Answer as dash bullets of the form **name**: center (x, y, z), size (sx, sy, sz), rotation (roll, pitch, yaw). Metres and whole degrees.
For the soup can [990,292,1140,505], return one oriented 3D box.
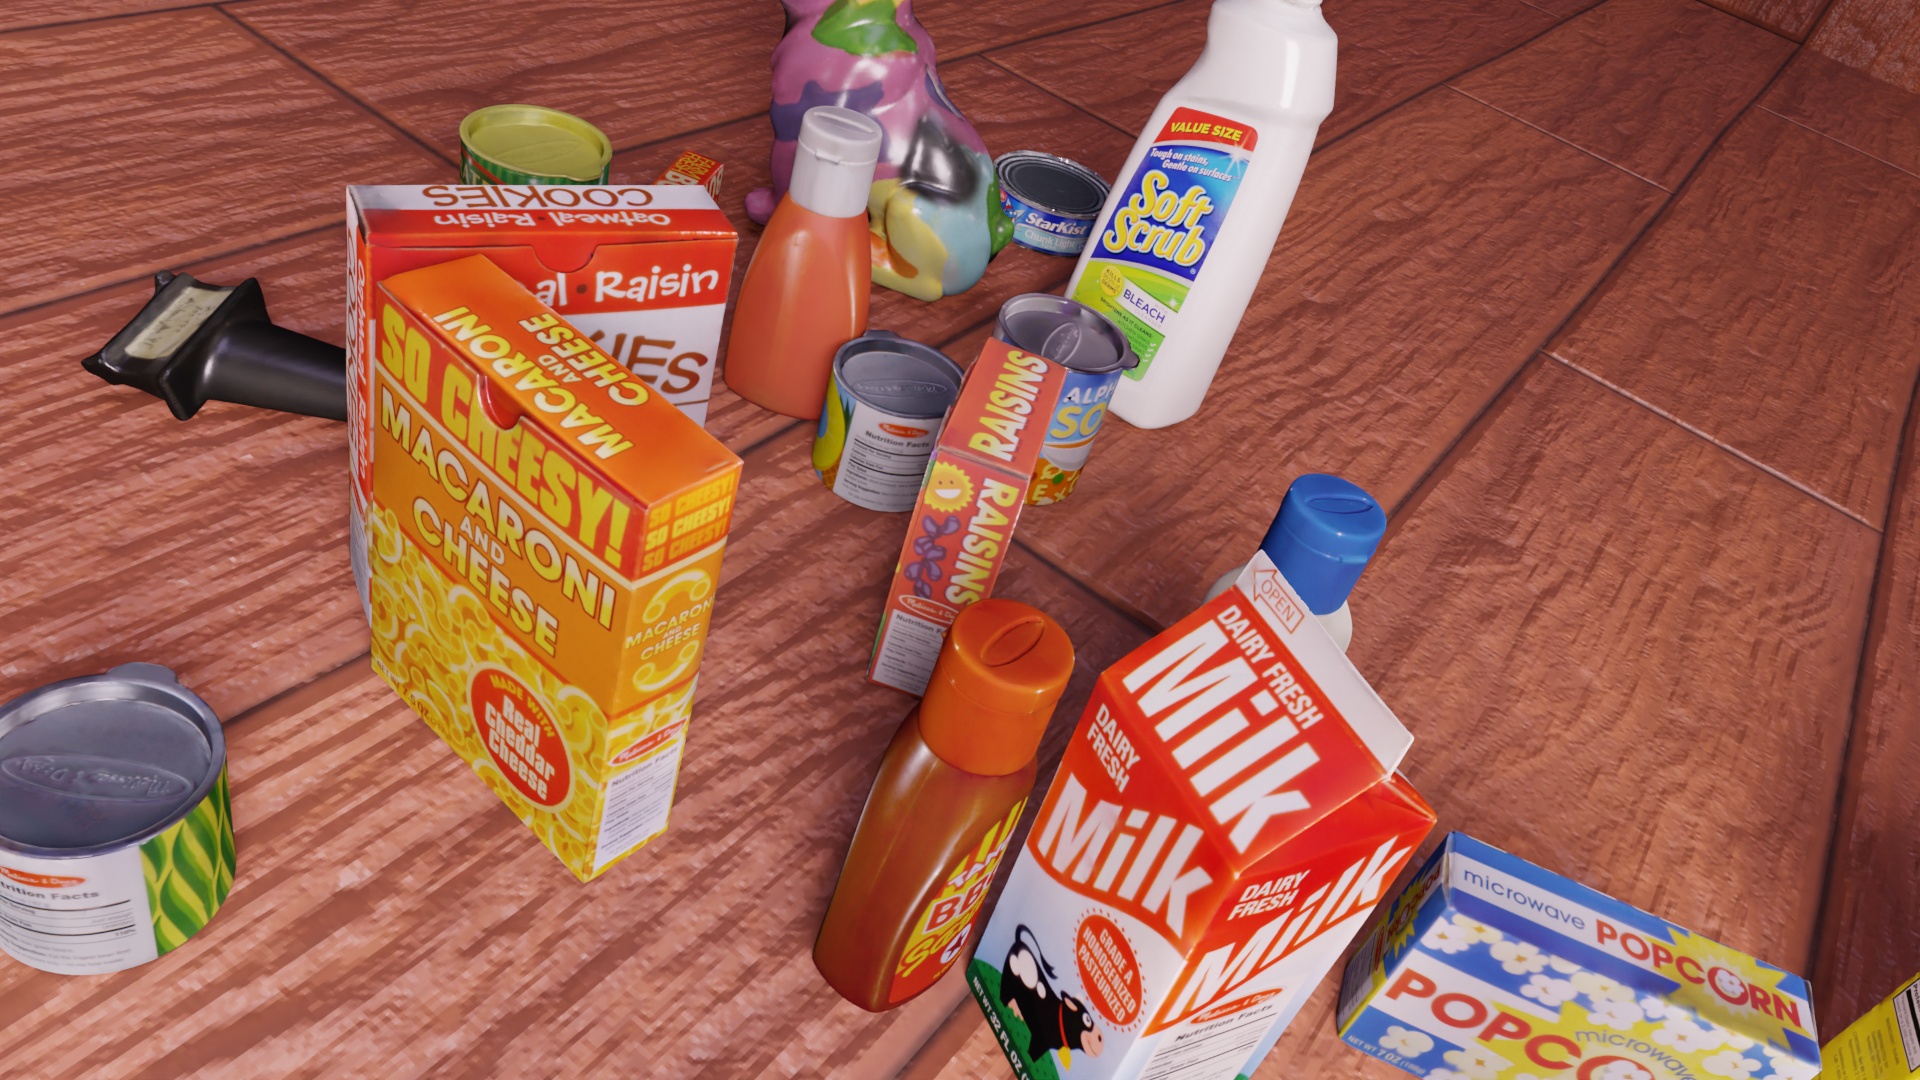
- **soup can**: center (0.041, -0.068, 0.684), size (0.071, 0.083, 0.072), rotation (12, 38, -9)

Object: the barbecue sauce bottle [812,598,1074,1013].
- **barbecue sauce bottle**: center (-0.005, 0.082, 0.430), size (0.044, 0.147, 0.065), rotation (35, 41, 20)

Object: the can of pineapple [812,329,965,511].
- **can of pineapple**: center (-0.033, -0.057, 0.660), size (0.071, 0.057, 0.071), rotation (12, 38, -9)

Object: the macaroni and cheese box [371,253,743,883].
- **macaroni and cheese box**: center (-0.137, 0.013, 0.445), size (0.124, 0.165, 0.040), rotation (37, 41, 22)

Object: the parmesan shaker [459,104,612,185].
- **parmesan shaker**: center (-0.202, -0.142, 0.658), size (0.071, 0.102, 0.072), rotation (12, 38, -9)

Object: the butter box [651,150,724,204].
- **butter box**: center (-0.158, -0.165, 0.744), size (0.024, 0.052, 0.104), rotation (19, 38, 0)

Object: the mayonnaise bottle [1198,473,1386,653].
- **mayonnaise bottle**: center (0.114, 0.042, 0.529), size (0.065, 0.147, 0.041), rotation (0, 42, -23)

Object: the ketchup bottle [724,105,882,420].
- **ketchup bottle**: center (-0.071, -0.130, 0.660), size (0.065, 0.148, 0.044), rotation (19, 38, 0)

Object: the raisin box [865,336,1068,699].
- **raisin box**: center (0.002, -0.007, 0.562), size (0.040, 0.122, 0.086), rotation (20, 38, 2)

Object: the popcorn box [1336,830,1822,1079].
- **popcorn box**: center (0.205, 0.160, 0.474), size (0.127, 0.084, 0.038), rotation (23, 38, 5)

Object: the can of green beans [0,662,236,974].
- **can of green beans**: center (-0.248, 0.082, 0.402), size (0.071, 0.057, 0.071), rotation (12, 38, -9)

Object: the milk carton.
- **milk carton**: center (0.070, 0.096, 0.410), size (0.073, 0.189, 0.072), rotation (-6, 44, -29)

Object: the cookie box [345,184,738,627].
- **cookie box**: center (-0.156, -0.048, 0.510), size (0.123, 0.166, 0.040), rotation (-9, 46, -31)
